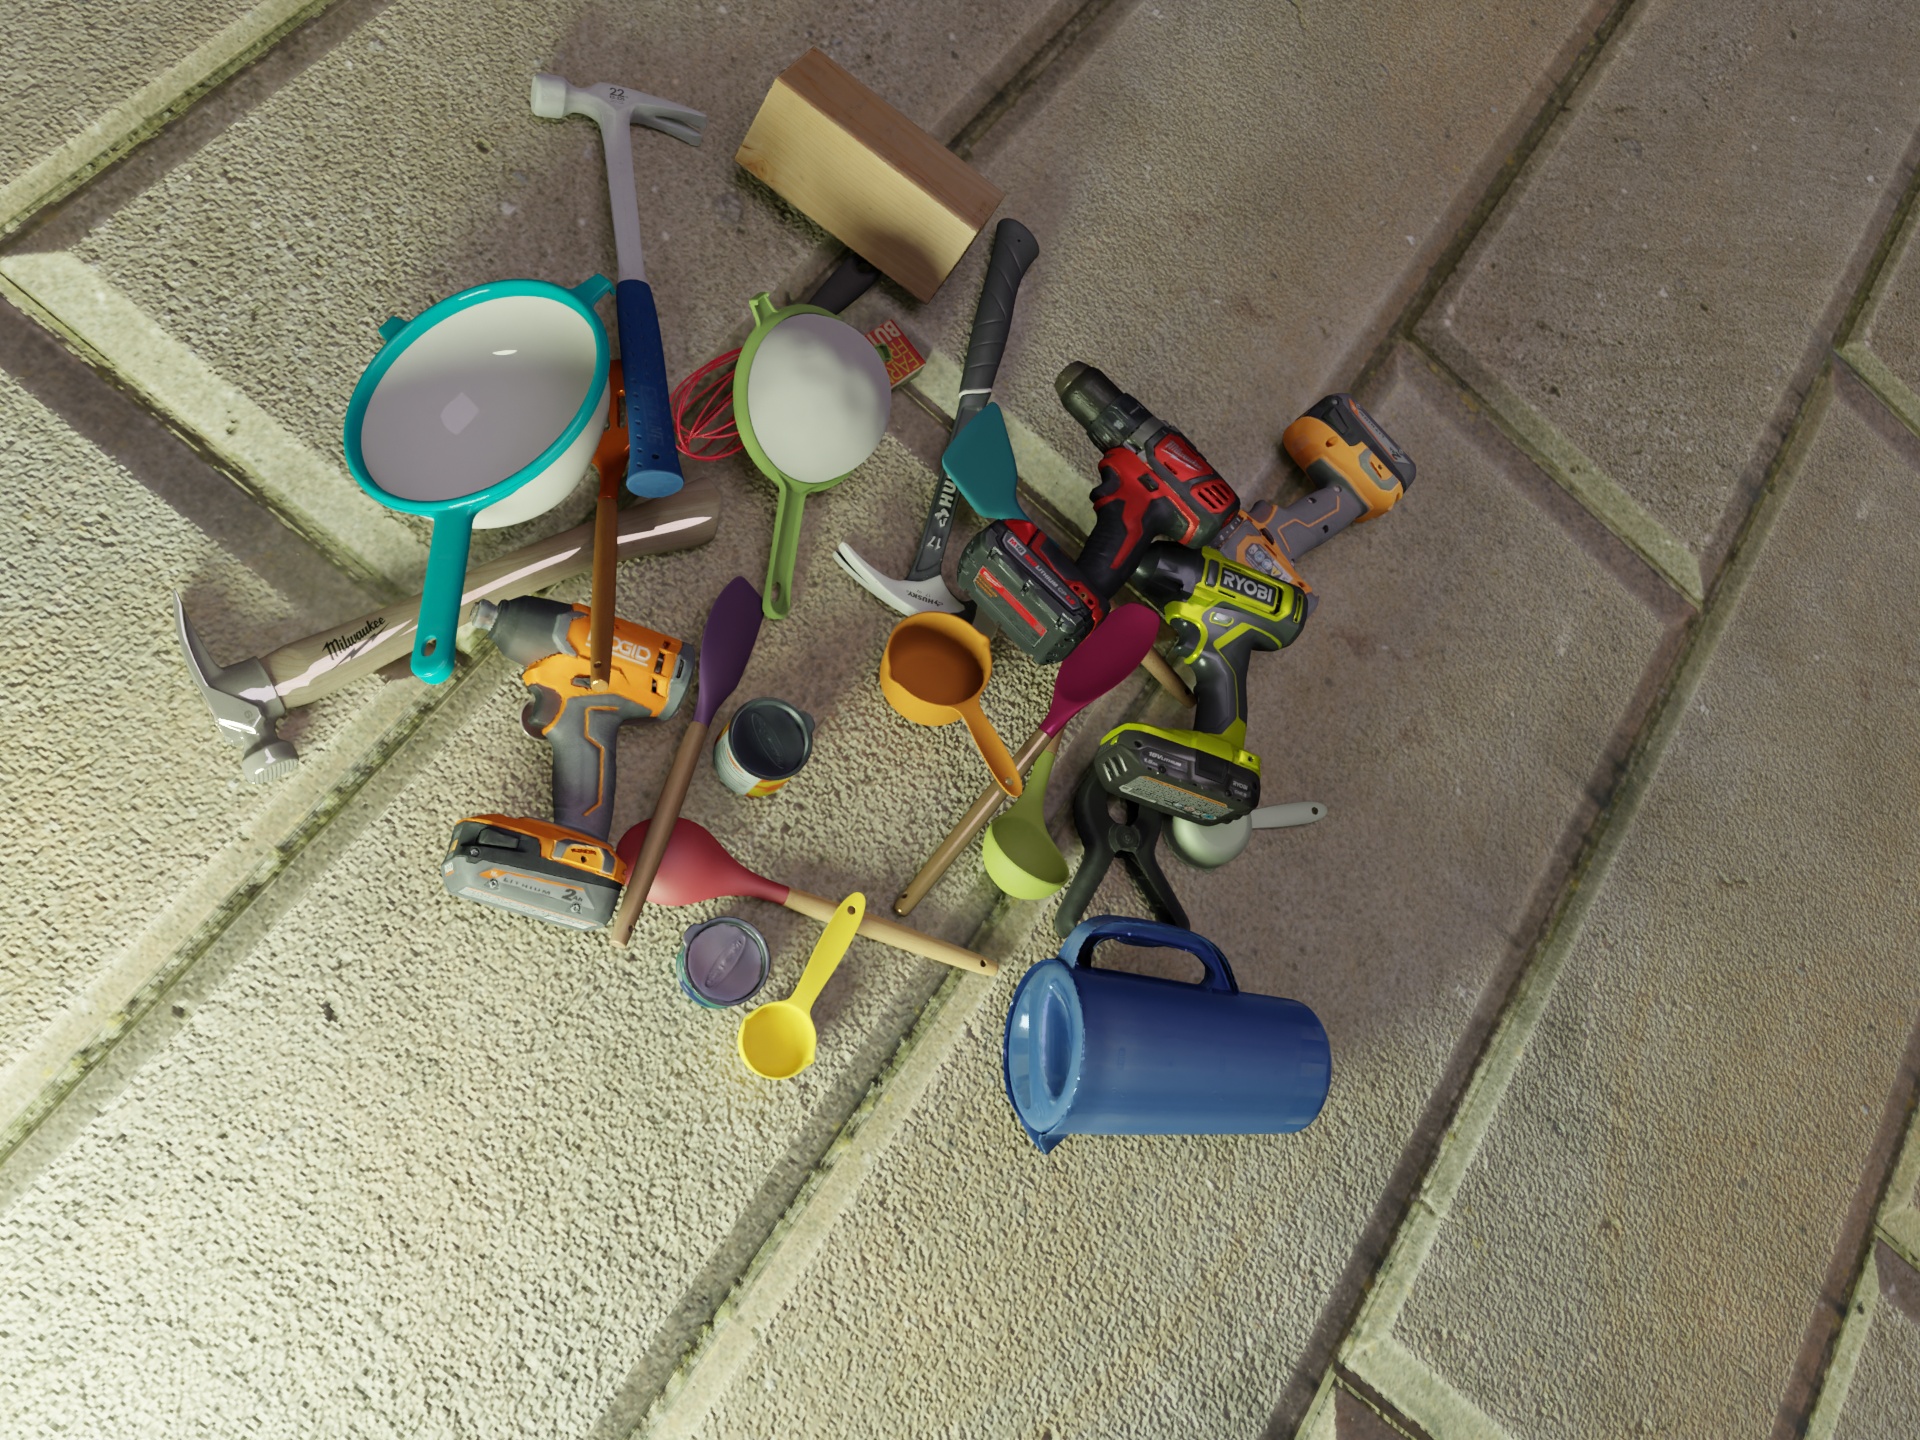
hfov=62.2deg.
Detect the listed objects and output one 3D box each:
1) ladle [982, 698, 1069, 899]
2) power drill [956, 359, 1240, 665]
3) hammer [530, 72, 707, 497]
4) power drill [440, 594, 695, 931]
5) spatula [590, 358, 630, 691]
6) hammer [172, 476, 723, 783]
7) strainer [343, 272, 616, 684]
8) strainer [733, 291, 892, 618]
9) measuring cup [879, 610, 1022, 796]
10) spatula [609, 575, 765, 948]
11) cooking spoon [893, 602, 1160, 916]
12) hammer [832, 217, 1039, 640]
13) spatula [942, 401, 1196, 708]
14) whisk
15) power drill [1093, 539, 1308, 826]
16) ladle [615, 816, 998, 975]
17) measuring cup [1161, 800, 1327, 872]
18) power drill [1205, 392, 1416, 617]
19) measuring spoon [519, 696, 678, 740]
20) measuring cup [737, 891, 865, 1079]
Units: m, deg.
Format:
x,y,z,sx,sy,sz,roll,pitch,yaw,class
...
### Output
x,y,z,sx,sy,sz,roll,pitch,yaw,class
0.086,0.002,1.334,0.078,0.062,0.320,28,63,-21,ladle
0.098,-0.175,1.288,0.188,0.080,0.227,46,66,3,power drill
-0.257,-0.356,1.273,0.144,0.035,0.406,0,63,-23,hammer
-0.296,0.022,1.145,0.164,0.084,0.227,21,69,-24,power drill
-0.269,-0.152,1.192,0.081,0.041,0.323,-10,51,2,spatula
-0.366,-0.104,1.194,0.410,0.038,0.146,-28,85,-27,hammer
-0.341,-0.162,1.156,0.211,0.095,0.341,-7,62,13,strainer
-0.113,-0.207,1.274,0.151,0.069,0.256,12,86,-47,strainer
-0.002,-0.004,1.286,0.095,0.052,0.174,-23,73,-25,measuring cup
-0.207,0.025,1.201,0.059,0.018,0.316,51,46,-47,spatula
0.052,0.030,1.277,0.319,0.069,0.017,-50,136,-7,cooking spoon
0.003,-0.271,1.394,0.149,0.036,0.409,20,68,-15,hammer
0.102,-0.126,1.354,0.317,0.044,0.082,46,60,-13,spatula
-0.149,-0.313,1.335,0.073,0.073,0.296,41,57,-6,whisk
0.193,-0.039,1.336,0.171,0.080,0.223,20,67,-14,power drill
-0.112,0.145,1.228,0.315,0.031,0.069,21,68,-17,ladle
0.257,0.084,1.385,0.167,0.038,0.083,-6,77,-21,measuring cup
0.293,-0.206,1.468,0.185,0.084,0.226,45,68,-4,power drill
-0.276,-0.003,1.214,0.124,0.018,0.034,-4,84,-30,measuring spoon
-0.116,0.199,1.204,0.062,0.029,0.156,34,67,-10,measuring cup
